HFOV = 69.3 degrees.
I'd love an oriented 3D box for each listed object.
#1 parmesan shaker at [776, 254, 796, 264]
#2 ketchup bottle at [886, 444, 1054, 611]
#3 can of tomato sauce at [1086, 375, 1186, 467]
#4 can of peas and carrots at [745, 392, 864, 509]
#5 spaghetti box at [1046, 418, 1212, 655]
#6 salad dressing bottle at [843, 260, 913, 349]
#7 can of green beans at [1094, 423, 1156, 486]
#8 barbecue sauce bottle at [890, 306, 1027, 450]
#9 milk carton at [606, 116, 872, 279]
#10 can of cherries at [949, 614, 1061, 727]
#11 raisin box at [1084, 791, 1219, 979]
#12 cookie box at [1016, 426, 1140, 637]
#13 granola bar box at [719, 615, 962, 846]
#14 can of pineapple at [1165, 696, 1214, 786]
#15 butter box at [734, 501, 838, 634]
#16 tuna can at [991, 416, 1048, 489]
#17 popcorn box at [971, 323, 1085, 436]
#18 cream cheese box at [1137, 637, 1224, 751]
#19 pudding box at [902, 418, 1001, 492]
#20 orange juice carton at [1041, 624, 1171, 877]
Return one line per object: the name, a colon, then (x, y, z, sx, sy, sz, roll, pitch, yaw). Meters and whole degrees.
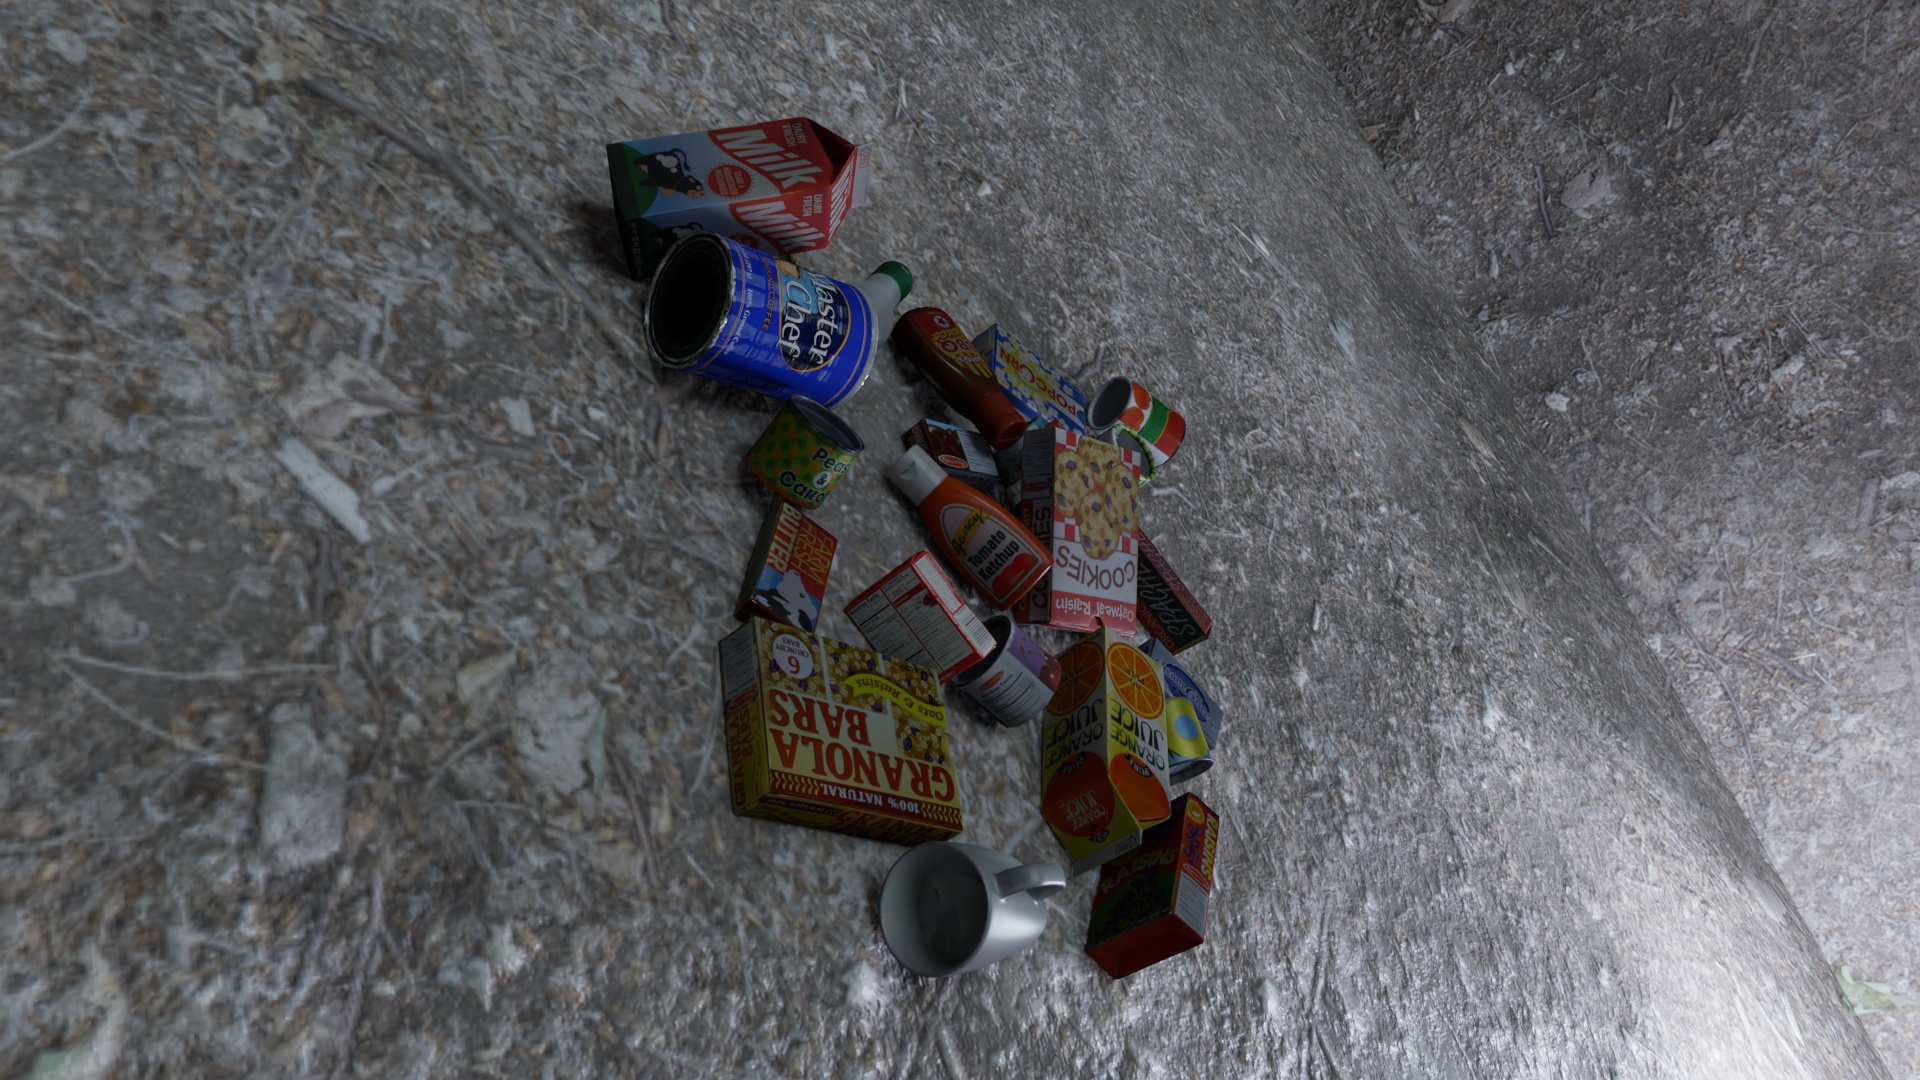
parmesan shaker: (-0.177, -0.258, 1.109, 0.071, 0.071, 0.103, 11, 53, -47)
ketchup bottle: (0.004, -0.014, 1.129, 0.149, 0.064, 0.043, 45, 8, 0)
can of tomato sauce: (0.183, -0.125, 1.446, 0.083, 0.071, 0.071, 31, 39, -31)
can of peas and carrots: (-0.111, -0.063, 1.004, 0.071, 0.058, 0.071, 36, 14, -10)
spaghetti box: (0.143, -0.001, 1.300, 0.250, 0.050, 0.029, 52, 34, -5)
salad dressing bottle: (-0.080, -0.203, 1.205, 0.064, 0.044, 0.148, 46, 33, -10)
can of green beans: (0.150, -0.073, 1.367, 0.071, 0.057, 0.071, 33, 39, -31)
barbecue sauce bottle: (0.002, -0.142, 1.221, 0.065, 0.043, 0.149, -8, 52, -46)
milk carton: (-0.159, -0.258, 1.035, 0.191, 0.072, 0.073, -12, 65, -15)
can of cherries: (0.034, 0.098, 1.058, 0.058, 0.071, 0.072, 41, 35, -21)
raisin box: (0.146, 0.256, 1.039, 0.040, 0.085, 0.124, 43, 34, -15)
cookie box: (0.105, -0.004, 1.204, 0.123, 0.040, 0.167, 12, 77, -46)
granola bar box: (-0.076, 0.129, 0.915, 0.165, 0.039, 0.125, 21, 46, -40)
can of pineapple: (0.171, 0.171, 1.167, 0.071, 0.070, 0.058, 13, 51, -46)
butter box: (-0.120, 0.024, 0.967, 0.053, 0.024, 0.104, 37, 36, -23)
tuna can: (0.055, -0.079, 1.246, 0.033, 0.071, 0.071, 51, 33, -5)
popcorn box: (0.064, -0.140, 1.335, 0.126, 0.038, 0.085, 35, 37, -27)
cream cheese box: (0.197, 0.142, 1.263, 0.103, 0.024, 0.054, 47, 33, -12)
pudding box: (-0.007, -0.072, 1.191, 0.084, 0.030, 0.050, 9, 55, -48)
orange juice carton: (0.113, 0.169, 1.089, 0.073, 0.071, 0.194, 35, 37, -27)
